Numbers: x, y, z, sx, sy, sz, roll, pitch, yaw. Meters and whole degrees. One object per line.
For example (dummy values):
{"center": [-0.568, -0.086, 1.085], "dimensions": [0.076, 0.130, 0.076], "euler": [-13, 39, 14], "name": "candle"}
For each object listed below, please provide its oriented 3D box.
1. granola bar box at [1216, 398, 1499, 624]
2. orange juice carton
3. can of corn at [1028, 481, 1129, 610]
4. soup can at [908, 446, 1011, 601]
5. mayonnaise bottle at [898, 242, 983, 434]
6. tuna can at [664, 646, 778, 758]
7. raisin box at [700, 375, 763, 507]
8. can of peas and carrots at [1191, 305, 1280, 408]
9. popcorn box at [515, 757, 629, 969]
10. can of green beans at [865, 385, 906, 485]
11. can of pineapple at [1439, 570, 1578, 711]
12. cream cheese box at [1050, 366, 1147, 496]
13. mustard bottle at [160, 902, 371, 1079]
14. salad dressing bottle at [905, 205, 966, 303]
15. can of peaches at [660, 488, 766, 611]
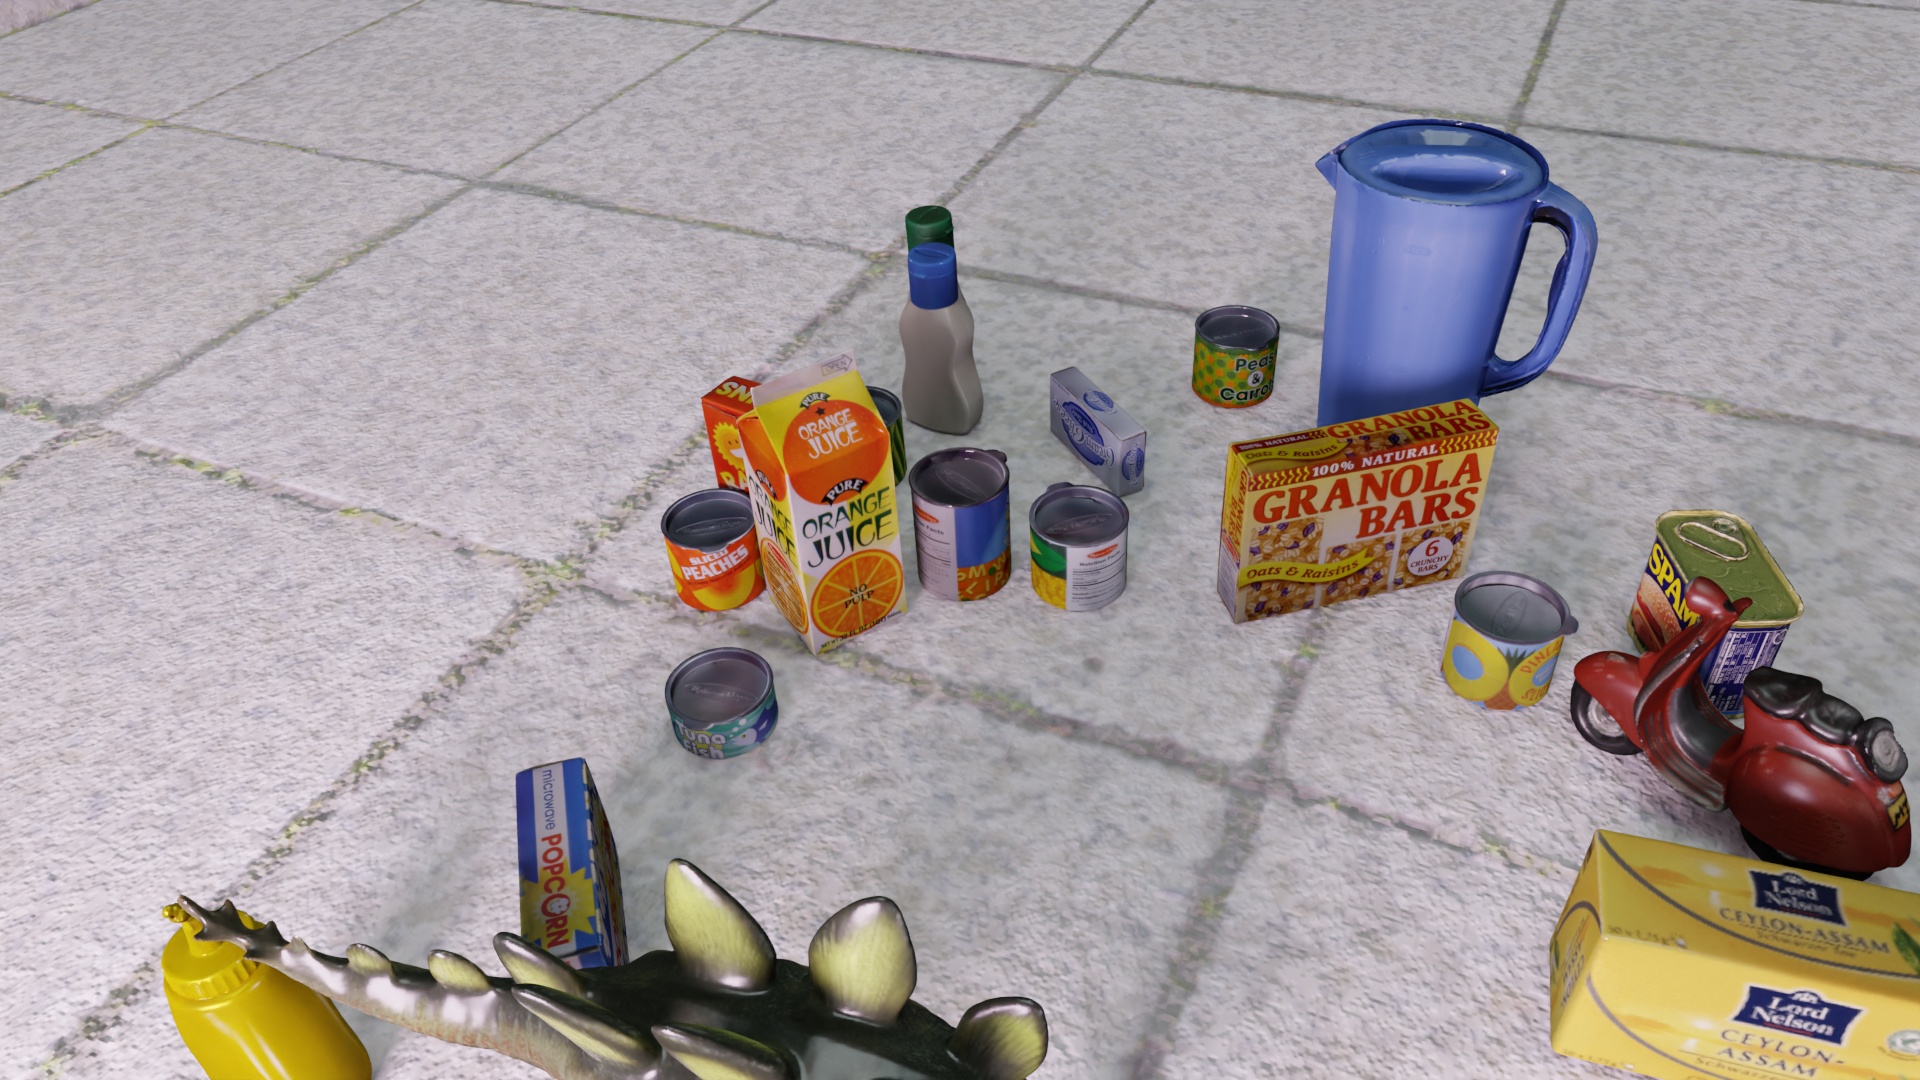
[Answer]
{"center": [0.251, -0.018, 0.895], "dimensions": [0.166, 0.123, 0.039], "euler": [-11, 40, -9], "name": "granola bar box"}
{"center": [-0.088, -0.028, 0.878], "dimensions": [0.072, 0.191, 0.073], "euler": [-24, 43, -23], "name": "orange juice carton"}
{"center": [0.078, 0.004, 0.933], "dimensions": [0.071, 0.058, 0.071], "euler": [-2, 39, 2], "name": "can of corn"}
{"center": [0.003, -0.012, 0.937], "dimensions": [0.071, 0.083, 0.072], "euler": [-2, 39, 2], "name": "soup can"}
{"center": [-0.017, -0.154, 1.063], "dimensions": [0.065, 0.147, 0.041], "euler": [18, 44, 24], "name": "mayonnaise bottle"}
{"center": [-0.146, 0.101, 0.850], "dimensions": [0.071, 0.032, 0.071], "euler": [-2, 39, 2], "name": "tuna can"}
{"center": [-0.126, -0.045, 0.956], "dimensions": [0.086, 0.122, 0.040], "euler": [19, 44, 26], "name": "raisin box"}
{"center": [0.220, -0.145, 1.105], "dimensions": [0.071, 0.058, 0.071], "euler": [-2, 39, 2], "name": "can of peas and carrots"}
{"center": [-0.196, 0.186, 0.708], "dimensions": [0.038, 0.084, 0.127], "euler": [-12, 40, -10], "name": "popcorn box"}
{"center": [-0.075, -0.074, 1.040], "dimensions": [0.071, 0.057, 0.071], "euler": [-2, 39, 2], "name": "can of green beans"}
{"center": [0.331, 0.062, 0.843], "dimensions": [0.071, 0.057, 0.071], "euler": [-2, 39, 2], "name": "can of pineapple"}
{"center": [0.102, -0.082, 1.040], "dimensions": [0.024, 0.053, 0.104], "euler": [-20, 42, -19], "name": "cream cheese box"}
{"center": [-0.319, 0.211, 0.627], "dimensions": [0.065, 0.159, 0.049], "euler": [10, 41, 17], "name": "mustard bottle"}
{"center": [-0.020, -0.194, 1.113], "dimensions": [0.044, 0.146, 0.064], "euler": [16, 43, 23], "name": "salad dressing bottle"}
{"center": [-0.166, 0.008, 0.946], "dimensions": [0.071, 0.057, 0.071], "euler": [-2, 39, 2], "name": "can of peaches"}
